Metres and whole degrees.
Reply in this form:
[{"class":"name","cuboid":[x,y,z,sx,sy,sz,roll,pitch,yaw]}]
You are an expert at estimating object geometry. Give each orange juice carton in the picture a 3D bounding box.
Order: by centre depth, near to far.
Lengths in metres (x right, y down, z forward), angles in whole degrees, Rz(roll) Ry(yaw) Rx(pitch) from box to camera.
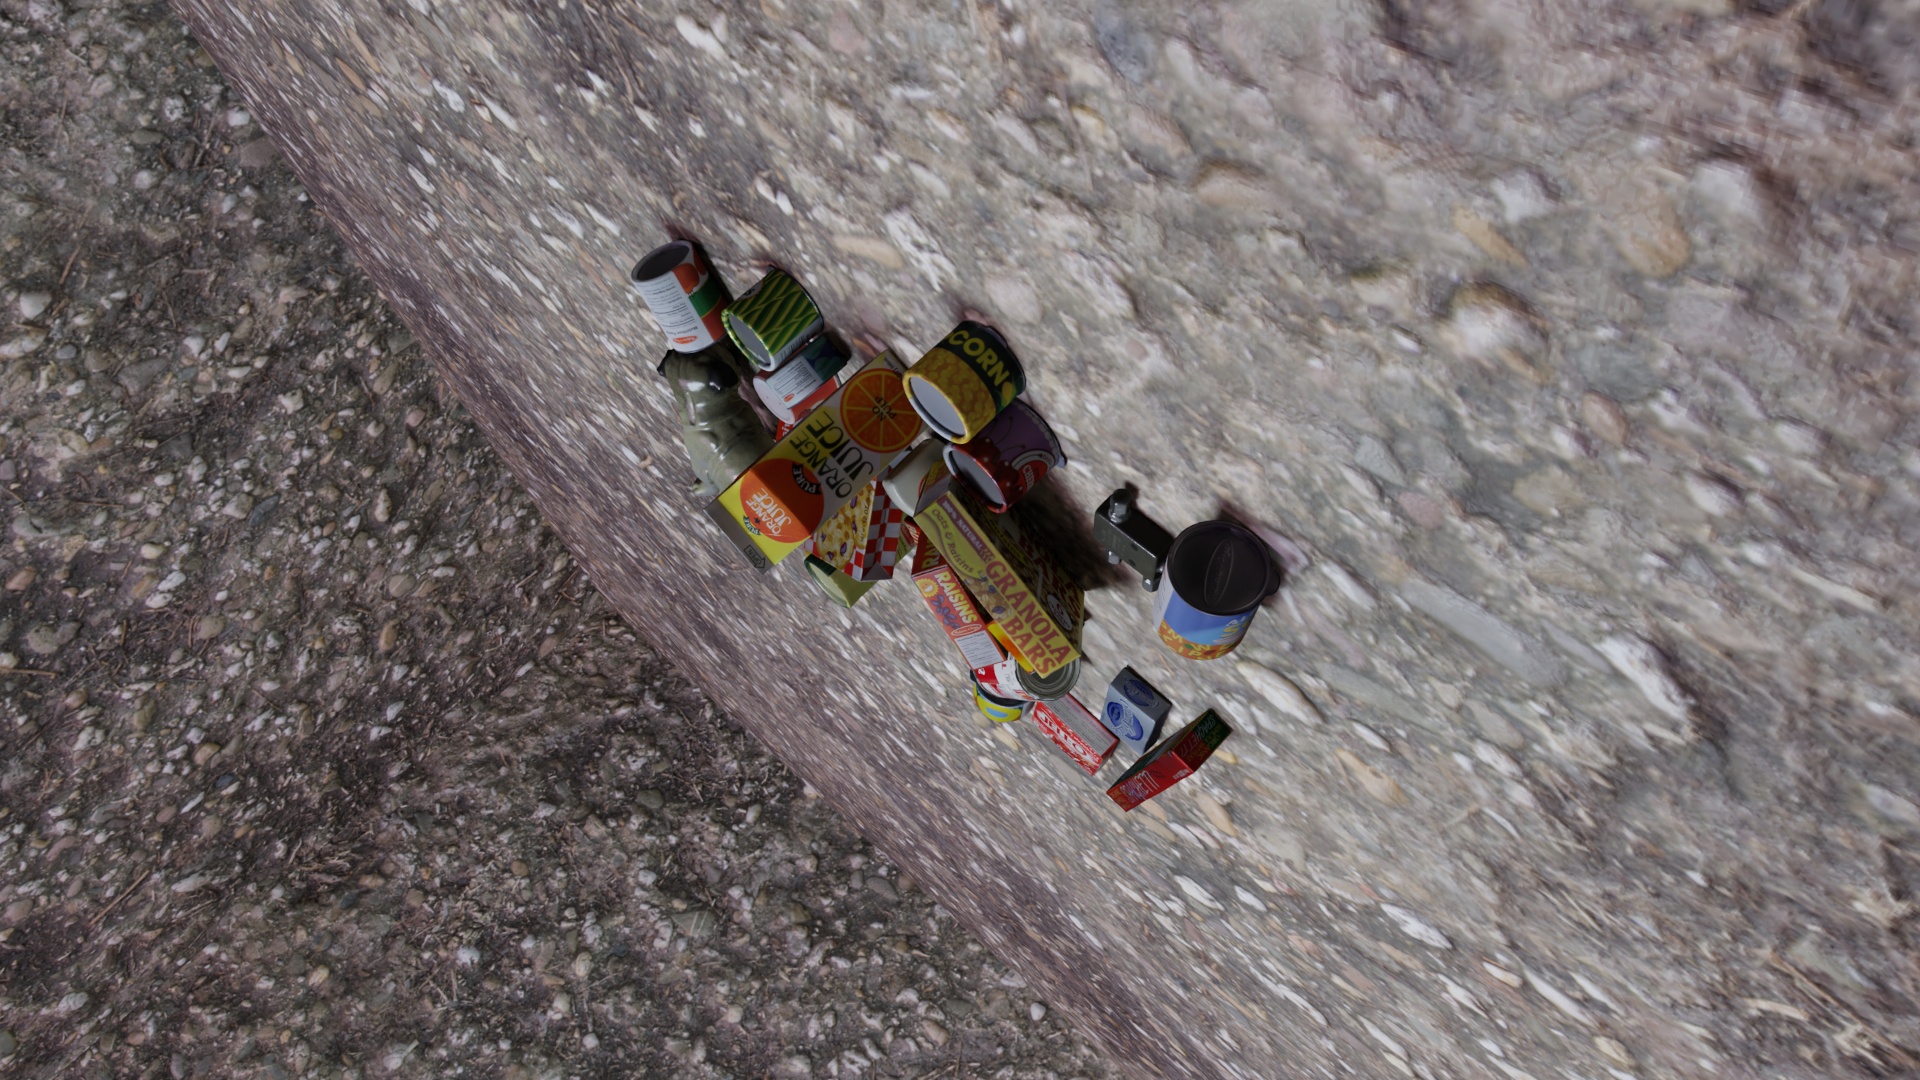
[{"class":"orange juice carton","cuboid":[-0.113,-0.062,1.114,0.071,0.193,0.073,49,162,-9]}]

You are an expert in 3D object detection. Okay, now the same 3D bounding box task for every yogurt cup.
[{"class":"yogurt cup","cuboid":[-0.149,-0.142,1.252,0.072,0.054,0.072,40,160,18]}]

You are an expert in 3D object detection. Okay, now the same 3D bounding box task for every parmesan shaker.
[{"class":"parmesan shaker","cuboid":[-0.097,0.007,1.368,0.071,0.103,0.071,41,161,18]}]

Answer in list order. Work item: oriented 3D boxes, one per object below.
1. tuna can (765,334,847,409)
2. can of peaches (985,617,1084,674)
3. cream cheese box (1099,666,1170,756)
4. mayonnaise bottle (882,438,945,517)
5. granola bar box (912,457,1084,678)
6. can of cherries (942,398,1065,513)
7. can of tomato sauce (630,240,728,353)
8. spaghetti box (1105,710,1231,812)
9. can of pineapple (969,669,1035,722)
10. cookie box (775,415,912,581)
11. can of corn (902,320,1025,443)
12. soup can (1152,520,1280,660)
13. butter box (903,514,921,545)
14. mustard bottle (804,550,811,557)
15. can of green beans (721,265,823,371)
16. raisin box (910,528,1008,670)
[{"class":"tuna can","cuboid":[-0.131,-0.146,1.191,0.033,0.071,0.071,52,161,-12]},{"class":"can of peaches","cuboid":[0.064,0.074,1.208,0.058,0.071,0.071,48,162,-1]},{"class":"cream cheese box","cuboid":[0.155,0.154,1.241,0.053,0.024,0.103,39,161,17]},{"class":"mayonnaise bottle","cuboid":[0.004,-0.015,1.169,0.148,0.065,0.041,47,168,-15]},{"class":"granola bar box","cuboid":[0.033,0.013,1.092,0.165,0.039,0.125,51,-162,-13]},{"class":"can of cherries","cuboid":[0.031,-0.061,1.011,0.071,0.058,0.071,41,161,18]},{"class":"can of tomato sauce","cuboid":[-0.258,-0.229,1.297,0.071,0.071,0.082,27,153,46]},{"class":"spaghetti box","cuboid":[0.181,0.201,1.241,0.029,0.050,0.249,45,162,9]},{"class":"can of pineapple","cuboid":[0.045,0.143,1.396,0.071,0.071,0.057,42,161,15]},{"class":"cookie box","cuboid":[-0.117,-0.047,1.294,0.168,0.040,0.122,27,113,47]},{"class":"can of corn","cuboid":[0.002,-0.111,0.971,0.071,0.058,0.071,41,161,17]},{"class":"soup can","cuboid":[0.165,0.035,0.906,0.071,0.071,0.083,41,161,17]},{"class":"butter box","cuboid":[-0.013,0.015,1.326,0.053,0.024,0.103,28,155,42]},{"class":"mustard bottle","cuboid":[-0.107,0.011,1.469,0.048,0.065,0.160,49,157,-24]},{"class":"can of green beans","cuboid":[-0.160,-0.186,1.175,0.071,0.058,0.071,41,161,18]},{"class":"raisin box","cuboid":[0.003,0.043,1.249,0.040,0.086,0.123,-17,125,21]}]
